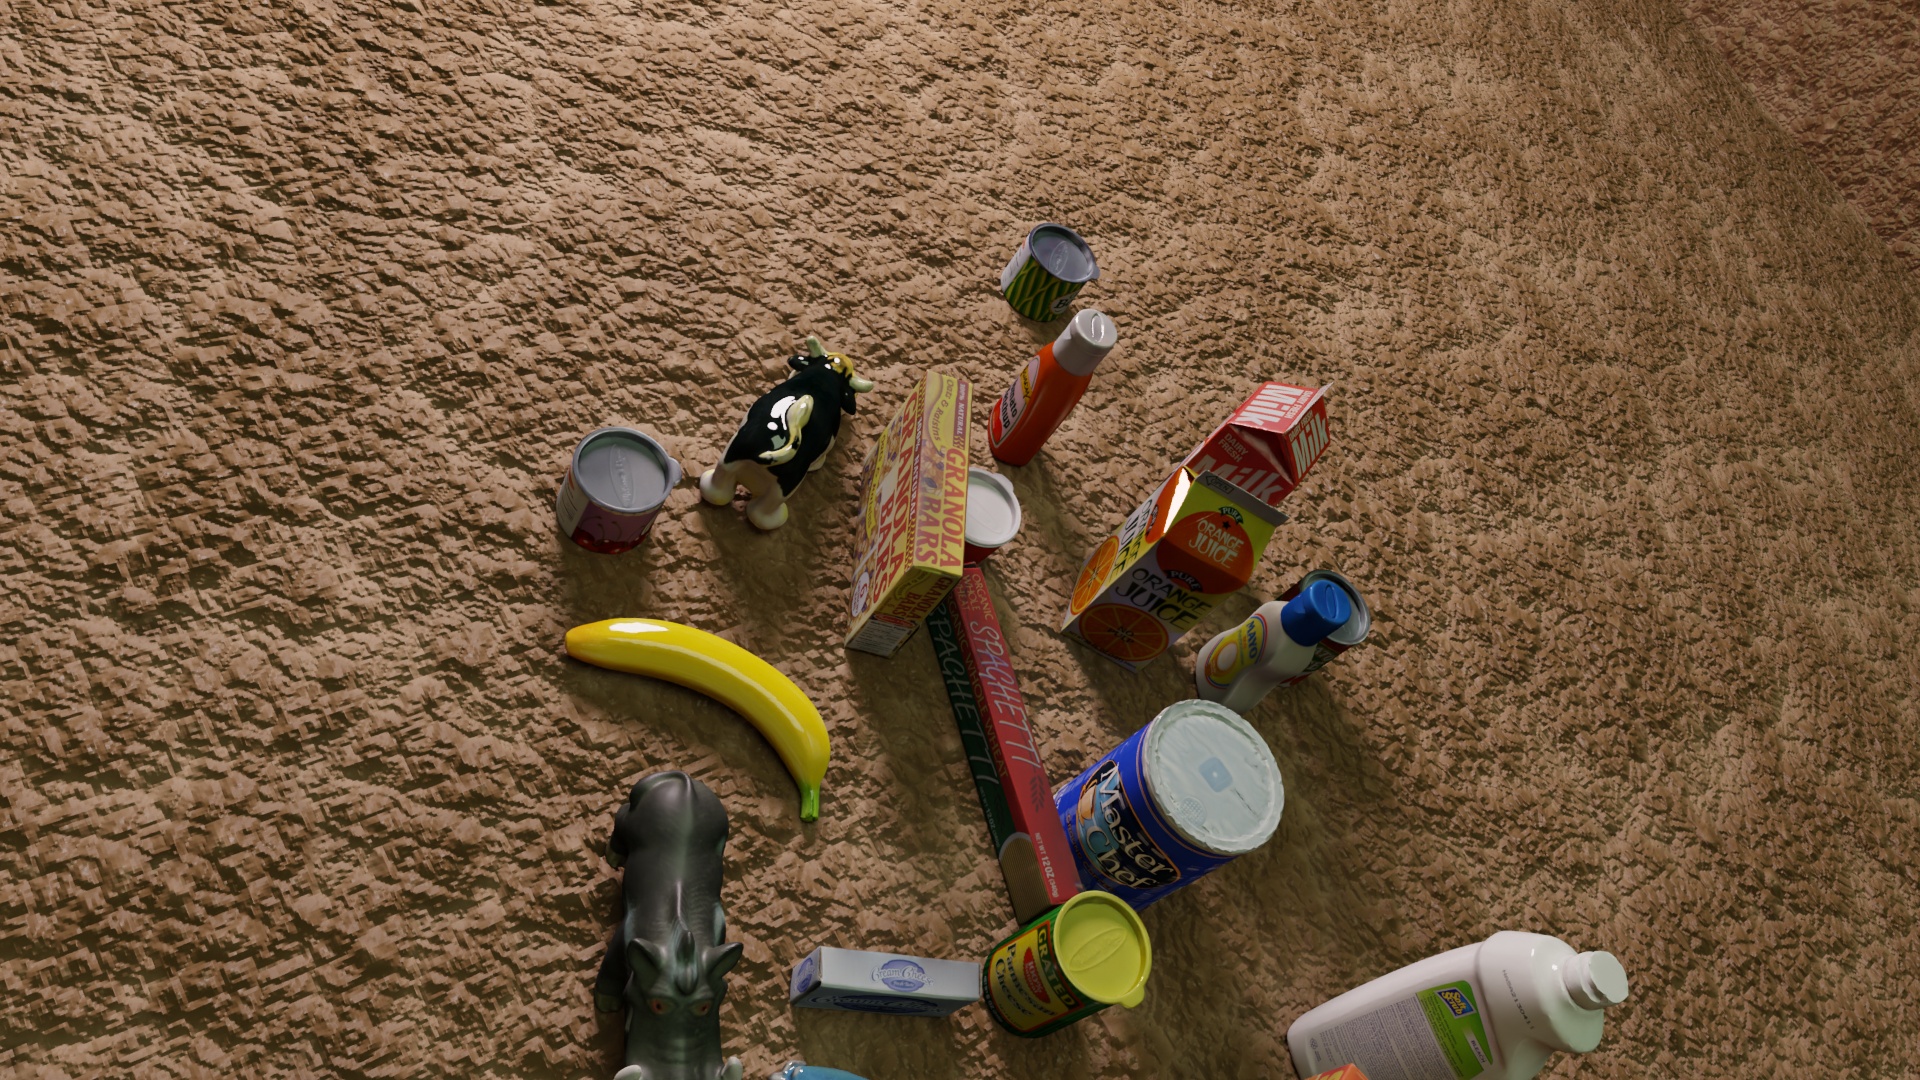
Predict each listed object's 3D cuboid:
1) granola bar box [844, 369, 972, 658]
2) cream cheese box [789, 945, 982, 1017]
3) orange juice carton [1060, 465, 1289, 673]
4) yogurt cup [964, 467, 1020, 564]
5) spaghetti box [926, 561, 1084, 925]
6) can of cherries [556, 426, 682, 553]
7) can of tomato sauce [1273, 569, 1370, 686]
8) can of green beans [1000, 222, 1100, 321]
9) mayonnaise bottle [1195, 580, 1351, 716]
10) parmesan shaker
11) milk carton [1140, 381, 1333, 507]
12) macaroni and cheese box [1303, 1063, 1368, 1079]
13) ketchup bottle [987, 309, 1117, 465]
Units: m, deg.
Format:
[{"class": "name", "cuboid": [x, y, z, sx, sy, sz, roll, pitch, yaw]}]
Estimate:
[{"class": "granola bar box", "cuboid": [-0.035, -0.018, 0.974, 0.039, 0.123, 0.166, 17, 54, -19]}, {"class": "cream cheese box", "cuboid": [-0.045, 0.265, 0.830, 0.104, 0.053, 0.024, 13, 55, -21]}, {"class": "orange juice carton", "cuboid": [0.155, 0.015, 1.013, 0.072, 0.191, 0.073, 29, 51, -10]}, {"class": "yogurt cup", "cuboid": [0.004, -0.013, 1.038, 0.072, 0.053, 0.073, 14, 54, -21]}, {"class": "spaghetti box", "cuboid": [0.026, 0.135, 0.956, 0.029, 0.050, 0.251, -3, 62, -30]}, {"class": "can of cherries", "cuboid": [-0.227, -0.032, 0.921, 0.071, 0.058, 0.072, 14, 54, -21]}, {"class": "can of tomato sauce", "cuboid": [0.274, 0.072, 1.112, 0.071, 0.082, 0.071, 14, 54, -21]}, {"class": "can of green beans", "cuboid": [0.076, -0.235, 1.220, 0.071, 0.057, 0.071, 14, 54, -21]}, {"class": "mayonnaise bottle", "cuboid": [0.232, 0.079, 1.042, 0.041, 0.147, 0.065, 16, 54, -19]}, {"class": "parmesan shaker", "cuboid": [0.064, 0.266, 0.857, 0.071, 0.102, 0.071, 14, 54, -21]}, {"class": "milk carton", "cuboid": [0.221, -0.055, 1.096, 0.073, 0.189, 0.073, 44, 50, 3]}, {"class": "macaroni and cheese box", "cuboid": [0.161, 0.374, 0.799, 0.040, 0.165, 0.124, 47, 50, 6]}, {"class": "ketchup bottle", "cuboid": [0.071, -0.121, 1.084, 0.043, 0.148, 0.065, 16, 54, -19]}]
